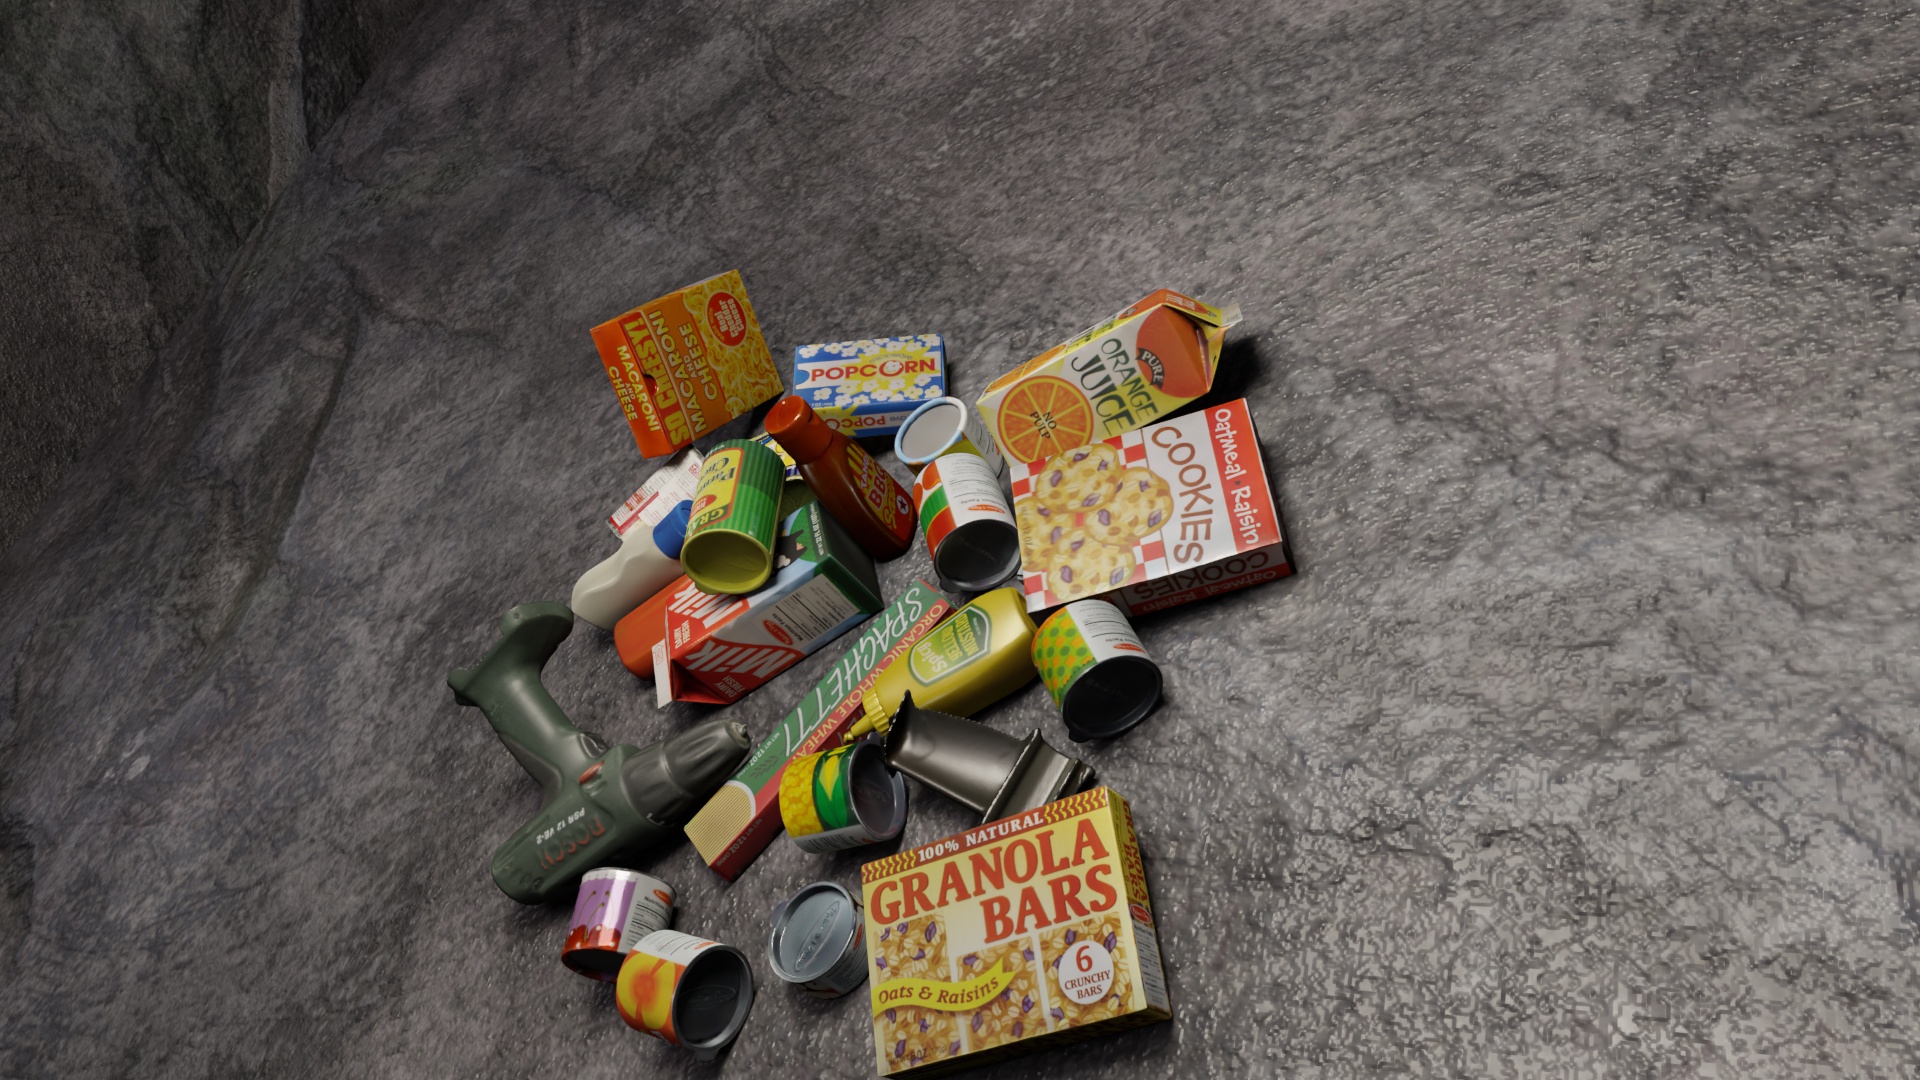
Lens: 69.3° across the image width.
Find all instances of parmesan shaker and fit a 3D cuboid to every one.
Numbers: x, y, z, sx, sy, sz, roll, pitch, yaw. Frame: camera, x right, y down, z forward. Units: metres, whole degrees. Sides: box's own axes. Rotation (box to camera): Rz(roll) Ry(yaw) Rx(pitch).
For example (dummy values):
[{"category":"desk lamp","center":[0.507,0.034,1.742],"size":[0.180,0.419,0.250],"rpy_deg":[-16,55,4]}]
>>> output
[{"category":"parmesan shaker","center":[-0.170,-0.018,1.040],"size":[0.071,0.071,0.103],"rpy_deg":[-23,39,21]}]

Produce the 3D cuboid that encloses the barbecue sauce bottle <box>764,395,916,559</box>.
[{"category":"barbecue sauce bottle","center":[-0.090,-0.050,1.055],"size":[0.043,0.148,0.065],"rpy_deg":[-21,44,25]}]

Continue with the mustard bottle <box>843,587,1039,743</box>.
[{"category":"mustard bottle","center":[-0.016,0.095,0.941],"size":[0.160,0.048,0.065],"rpy_deg":[-34,41,10]}]

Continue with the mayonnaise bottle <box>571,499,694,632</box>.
[{"category":"mayonnaise bottle","center":[-0.265,0.021,1.172],"size":[0.147,0.064,0.041],"rpy_deg":[-40,39,29]}]

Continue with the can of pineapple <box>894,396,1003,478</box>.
[{"category":"can of pineapple","center":[-0.011,-0.068,1.078],"size":[0.071,0.057,0.071],"rpy_deg":[-22,44,23]}]

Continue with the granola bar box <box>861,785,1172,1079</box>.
[{"category":"granola bar box","center":[0.027,0.223,0.782],"size":[0.165,0.039,0.125],"rpy_deg":[-23,55,22]}]

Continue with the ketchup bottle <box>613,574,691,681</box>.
[{"category":"ketchup bottle","center":[-0.216,0.052,1.147],"size":[0.148,0.043,0.065],"rpy_deg":[-35,40,8]}]

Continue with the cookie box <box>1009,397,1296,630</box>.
[{"category":"cookie box","center":[0.122,-0.014,0.911],"size":[0.167,0.040,0.123],"rpy_deg":[-16,51,15]}]

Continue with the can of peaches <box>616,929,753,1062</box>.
[{"category":"can of peaches","center":[-0.176,0.288,0.884],"size":[0.058,0.071,0.071],"rpy_deg":[0,55,39]}]

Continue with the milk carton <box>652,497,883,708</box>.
[{"category":"milk carton","center":[-0.161,0.058,1.074],"size":[0.190,0.073,0.073],"rpy_deg":[-33,40,11]}]

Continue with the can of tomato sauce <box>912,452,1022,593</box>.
[{"category":"can of tomato sauce","center":[0.004,-0.013,1.012],"size":[0.071,0.071,0.083],"rpy_deg":[-33,40,11]}]

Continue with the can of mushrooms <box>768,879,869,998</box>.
[{"category":"can of mushrooms","center":[-0.086,0.249,0.871],"size":[0.071,0.033,0.071],"rpy_deg":[-22,44,23]}]

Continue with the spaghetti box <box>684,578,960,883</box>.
[{"category":"spaghetti box","center":[-0.094,0.132,0.987],"size":[0.250,0.028,0.050],"rpy_deg":[-47,40,-6]}]

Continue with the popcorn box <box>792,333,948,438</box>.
[{"category":"popcorn box","center":[-0.074,-0.128,1.162],"size":[0.127,0.038,0.085],"rpy_deg":[-5,47,2]}]

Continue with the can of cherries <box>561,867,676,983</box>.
[{"category":"can of cherries","center":[-0.236,0.265,0.952],"size":[0.071,0.071,0.059],"rpy_deg":[-17,47,28]}]

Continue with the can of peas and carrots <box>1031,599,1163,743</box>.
[{"category":"can of peas and carrots","center":[0.082,0.081,0.863],"size":[0.071,0.070,0.059],"rpy_deg":[-36,39,7]}]

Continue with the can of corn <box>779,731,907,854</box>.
[{"category":"can of corn","center":[-0.077,0.166,0.912],"size":[0.058,0.071,0.071],"rpy_deg":[-18,45,27]}]

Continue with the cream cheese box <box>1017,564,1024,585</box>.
[{"category":"cream cheese box","center":[0.085,-0.009,0.973],"size":[0.053,0.024,0.104],"rpy_deg":[6,59,43]}]

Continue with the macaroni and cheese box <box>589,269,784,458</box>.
[{"category":"macaroni and cheese box","center":[-0.240,-0.161,1.244],"size":[0.040,0.123,0.167],"rpy_deg":[-9,19,34]}]

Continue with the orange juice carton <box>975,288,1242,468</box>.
[{"category":"orange juice carton","center":[0.114,-0.119,0.995],"size":[0.192,0.073,0.072],"rpy_deg":[-27,12,17]}]
